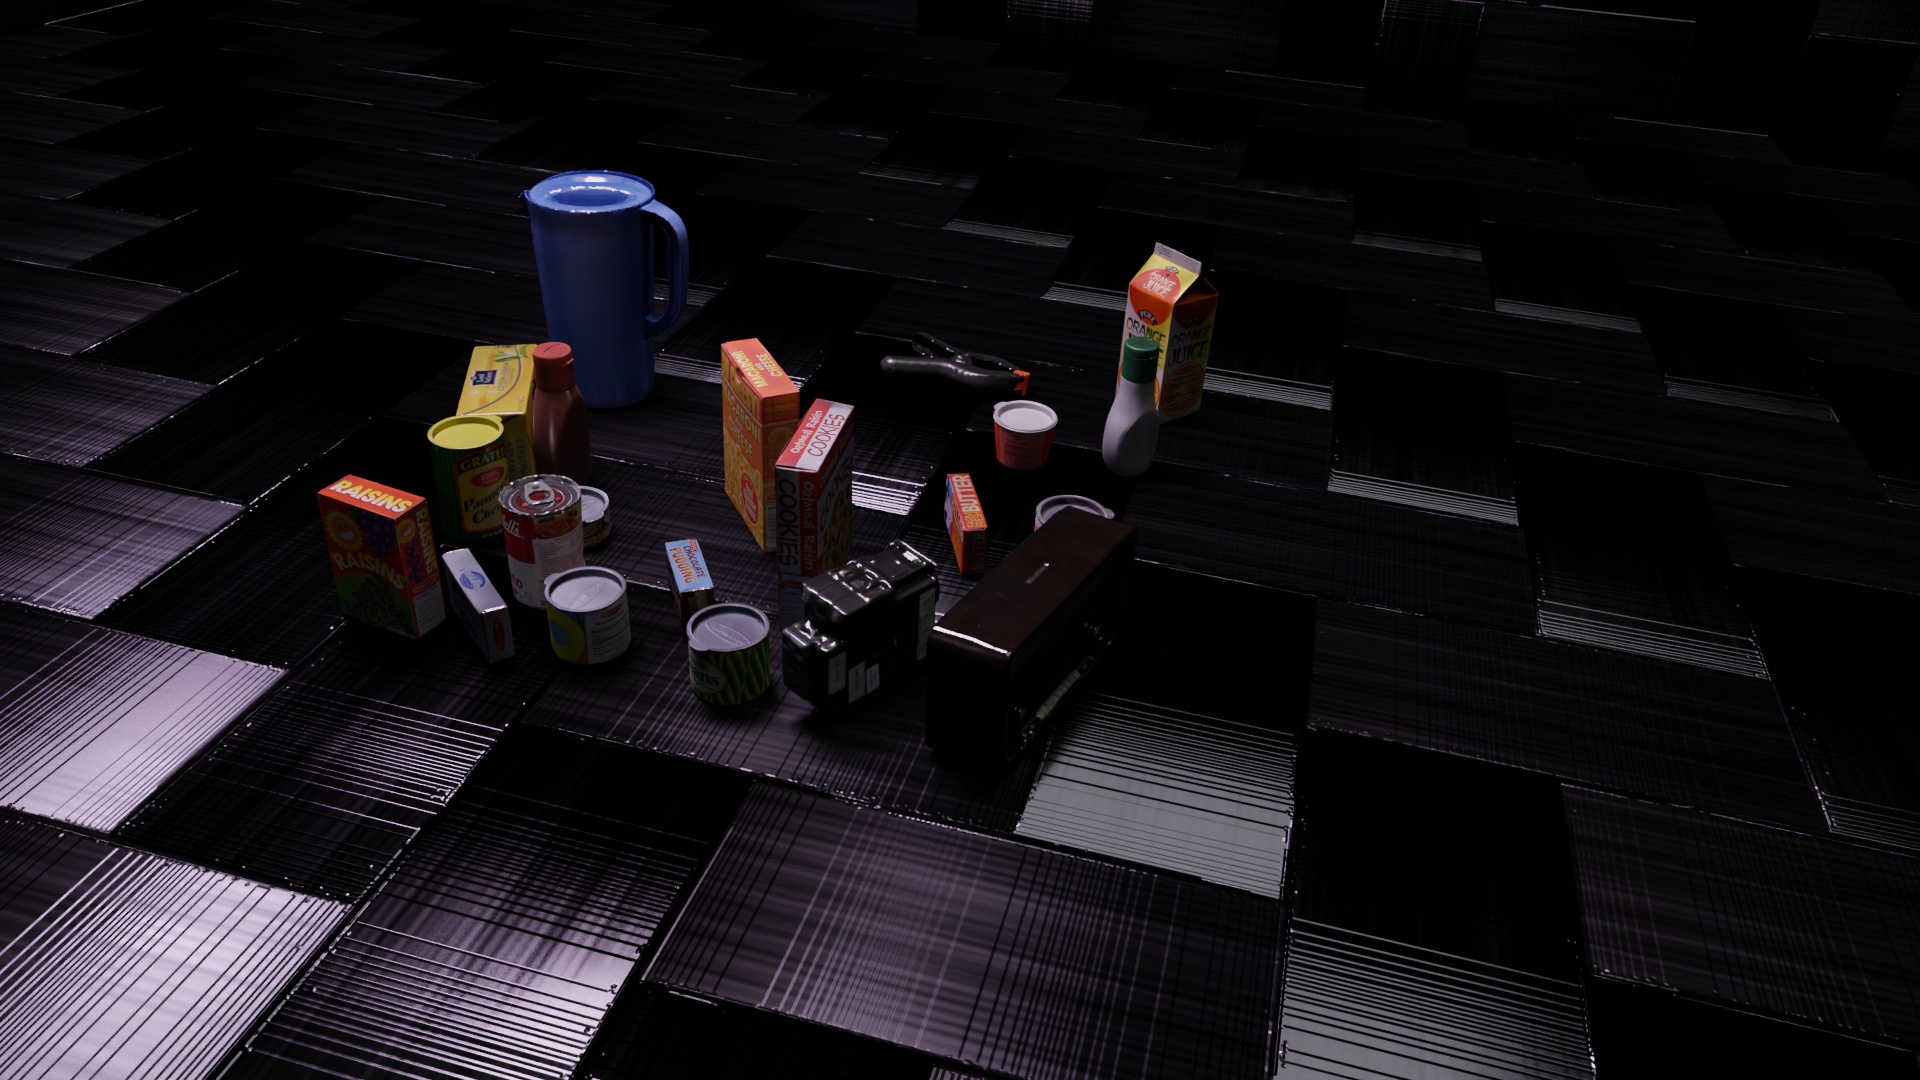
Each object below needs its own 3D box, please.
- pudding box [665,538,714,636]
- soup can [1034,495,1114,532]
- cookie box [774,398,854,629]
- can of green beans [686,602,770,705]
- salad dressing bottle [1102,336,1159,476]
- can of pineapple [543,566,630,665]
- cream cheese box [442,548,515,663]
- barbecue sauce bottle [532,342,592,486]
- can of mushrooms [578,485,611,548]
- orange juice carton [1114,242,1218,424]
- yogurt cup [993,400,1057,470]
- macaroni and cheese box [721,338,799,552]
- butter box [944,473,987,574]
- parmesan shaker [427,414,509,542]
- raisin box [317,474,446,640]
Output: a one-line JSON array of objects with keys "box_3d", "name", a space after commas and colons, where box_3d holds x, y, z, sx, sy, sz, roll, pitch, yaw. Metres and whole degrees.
[{"box_3d": [-0.237, 0.040, 1.221, 0.030, 0.049, 0.084, -8, 34, -18], "name": "pudding box"}, {"box_3d": [0.101, 0.011, 1.270, 0.071, 0.083, 0.072, 3, 32, -2], "name": "soup can"}, {"box_3d": [-0.128, -0.022, 1.220, 0.040, 0.166, 0.123, 8, 32, 7], "name": "cookie box"}, {"box_3d": [-0.189, 0.093, 1.135, 0.071, 0.057, 0.071, 3, 32, -2], "name": "can of green beans"}, {"box_3d": [0.183, -0.140, 1.457, 0.064, 0.146, 0.044, -20, 39, -33], "name": "salad dressing bottle"}, {"box_3d": [-0.314, 0.063, 1.170, 0.071, 0.057, 0.071, 3, 32, -2], "name": "can of pineapple"}, {"box_3d": [-0.409, 0.054, 1.178, 0.024, 0.053, 0.104, -18, 38, -30], "name": "cream cheese box"}, {"box_3d": [-0.394, -0.120, 1.366, 0.044, 0.147, 0.065, 12, 33, 12], "name": "barbecue sauce bottle"}, {"box_3d": [-0.365, -0.021, 1.319, 0.071, 0.033, 0.071, 3, 32, -2], "name": "can of mushrooms"}, {"box_3d": [0.234, -0.235, 1.569, 0.073, 0.191, 0.072, -20, 39, -32], "name": "orange juice carton"}, {"box_3d": [0.068, -0.111, 1.486, 0.072, 0.053, 0.073, 3, 32, -2], "name": "yogurt cup"}, {"box_3d": [-0.191, -0.091, 1.324, 0.040, 0.165, 0.124, -12, 35, -23], "name": "macaroni and cheese box"}, {"box_3d": [0.005, -0.017, 1.332, 0.024, 0.052, 0.104, -3, 33, -10], "name": "butter box"}, {"box_3d": [-0.456, -0.059, 1.305, 0.071, 0.102, 0.072, 3, 32, -2], "name": "parmesan shaker"}, {"box_3d": [-0.485, 0.014, 1.168, 0.086, 0.122, 0.040, 17, 34, 20], "name": "raisin box"}]
